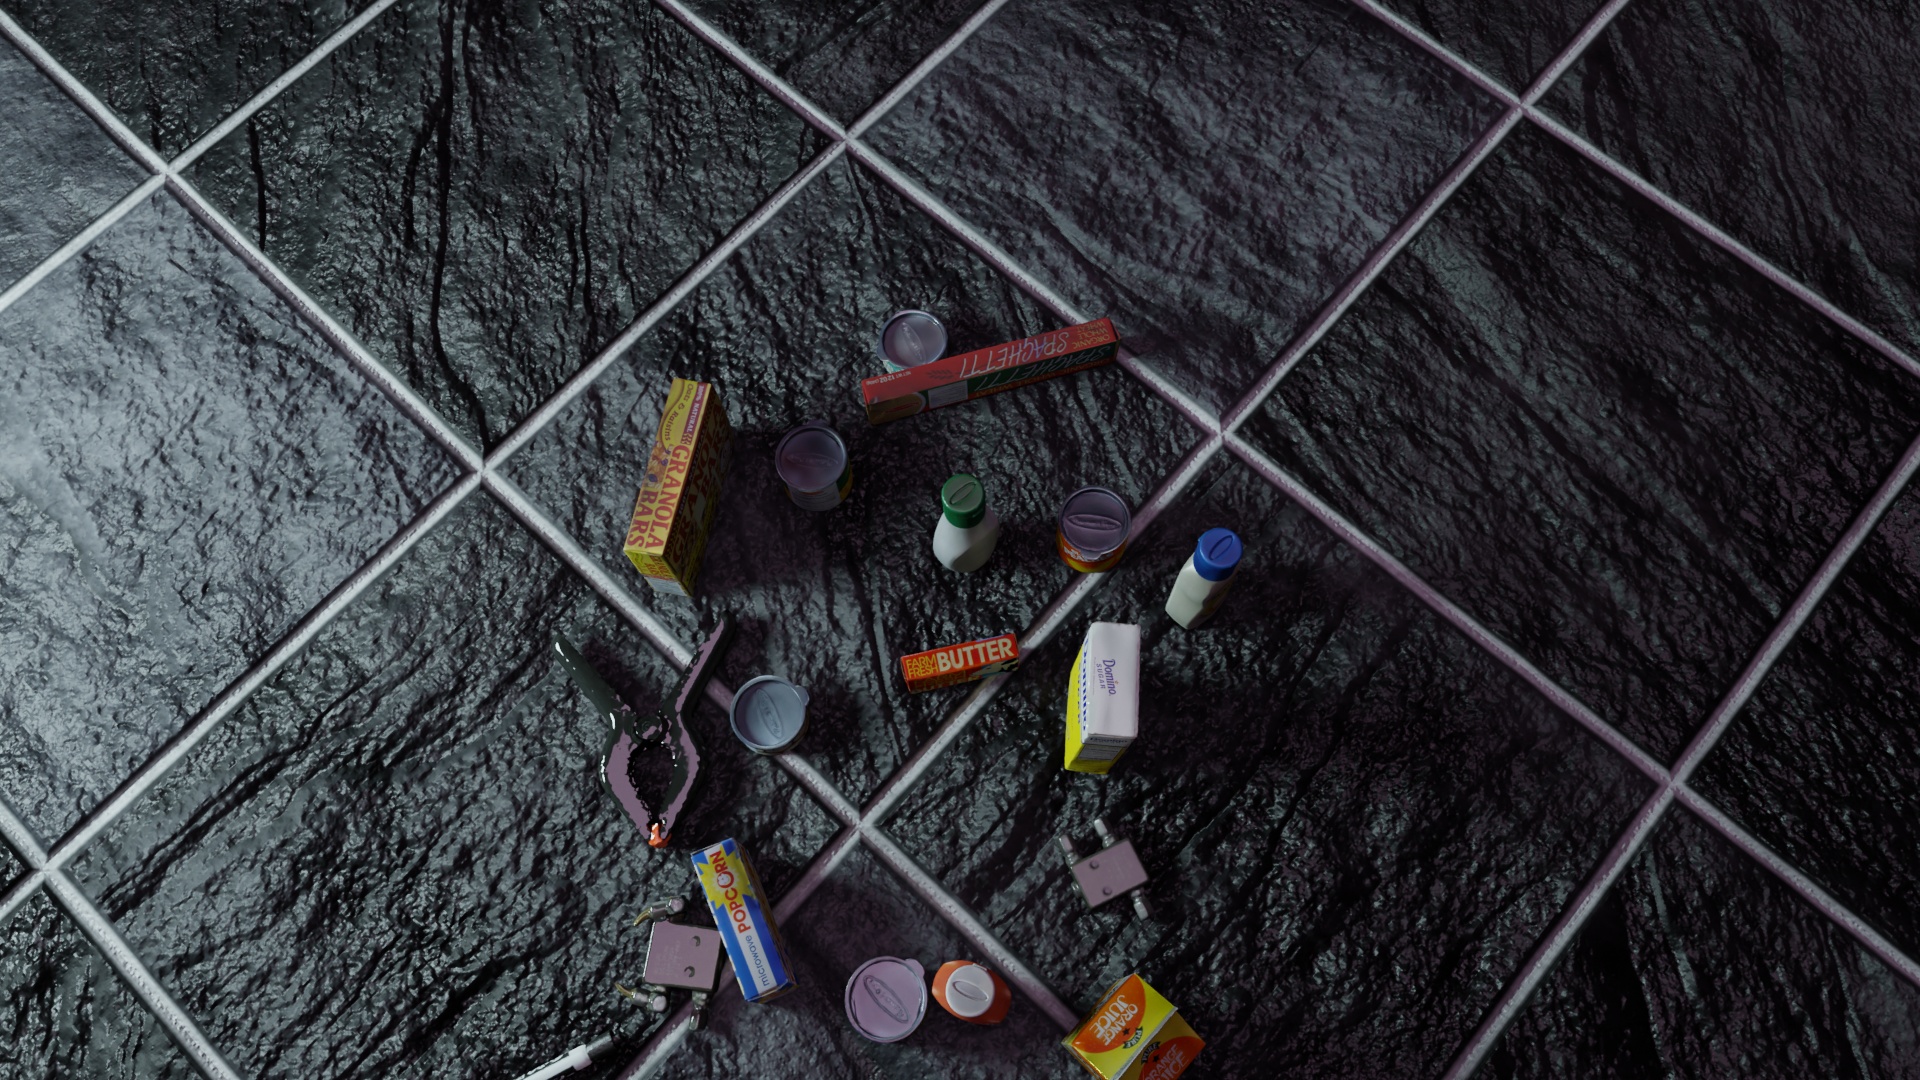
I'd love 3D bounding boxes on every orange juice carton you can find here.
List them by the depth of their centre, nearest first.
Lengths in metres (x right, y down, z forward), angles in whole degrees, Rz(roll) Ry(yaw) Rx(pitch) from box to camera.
[{"bbox_3d":[0.130,0.382,1.054,0.073,0.192,0.072,43,77,14],"label":"orange juice carton"}]

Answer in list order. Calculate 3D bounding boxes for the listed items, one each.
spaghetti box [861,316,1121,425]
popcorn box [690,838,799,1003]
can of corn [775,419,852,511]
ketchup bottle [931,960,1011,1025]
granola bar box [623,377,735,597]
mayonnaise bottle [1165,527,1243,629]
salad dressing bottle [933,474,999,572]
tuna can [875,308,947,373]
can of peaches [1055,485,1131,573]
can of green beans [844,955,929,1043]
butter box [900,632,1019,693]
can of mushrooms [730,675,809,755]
[{"bbox_3d":[0.029,-0.162,1.328,0.250,0.050,0.029,-15,71,-5],"label":"spaghetti box"},{"bbox_3d":[-0.176,0.314,1.141,0.038,0.085,0.127,-23,72,-7],"label":"popcorn box"},{"bbox_3d":[-0.135,-0.069,1.293,0.071,0.058,0.071,0,70,1],"label":"can of corn"},{"bbox_3d":[0.009,0.354,1.090,0.065,0.148,0.043,21,72,8],"label":"ketchup bottle"},{"bbox_3d":[-0.249,-0.045,1.251,0.039,0.124,0.166,10,71,5],"label":"granola bar box"},{"bbox_3d":[0.214,0.030,1.204,0.065,0.147,0.041,-43,75,-13],"label":"mayonnaise bottle"},{"bbox_3d":[0.004,-0.015,1.224,0.064,0.147,0.044,-39,74,-12],"label":"salad dressing bottle"},{"bbox_3d":[-0.047,-0.187,1.347,0.071,0.032,0.071,0,70,1],"label":"tuna can"},{"bbox_3d":[0.120,-0.007,1.266,0.071,0.058,0.071,0,70,1],"label":"can of peaches"},{"bbox_3d":[-0.059,0.374,1.132,0.071,0.057,0.071,0,70,1],"label":"can of green beans"},{"bbox_3d":[0.000,0.109,1.229,0.103,0.053,0.024,-12,71,-3],"label":"butter box"},{"bbox_3d":[-0.165,0.154,1.226,0.071,0.033,0.071,0,70,1],"label":"can of mushrooms"}]
